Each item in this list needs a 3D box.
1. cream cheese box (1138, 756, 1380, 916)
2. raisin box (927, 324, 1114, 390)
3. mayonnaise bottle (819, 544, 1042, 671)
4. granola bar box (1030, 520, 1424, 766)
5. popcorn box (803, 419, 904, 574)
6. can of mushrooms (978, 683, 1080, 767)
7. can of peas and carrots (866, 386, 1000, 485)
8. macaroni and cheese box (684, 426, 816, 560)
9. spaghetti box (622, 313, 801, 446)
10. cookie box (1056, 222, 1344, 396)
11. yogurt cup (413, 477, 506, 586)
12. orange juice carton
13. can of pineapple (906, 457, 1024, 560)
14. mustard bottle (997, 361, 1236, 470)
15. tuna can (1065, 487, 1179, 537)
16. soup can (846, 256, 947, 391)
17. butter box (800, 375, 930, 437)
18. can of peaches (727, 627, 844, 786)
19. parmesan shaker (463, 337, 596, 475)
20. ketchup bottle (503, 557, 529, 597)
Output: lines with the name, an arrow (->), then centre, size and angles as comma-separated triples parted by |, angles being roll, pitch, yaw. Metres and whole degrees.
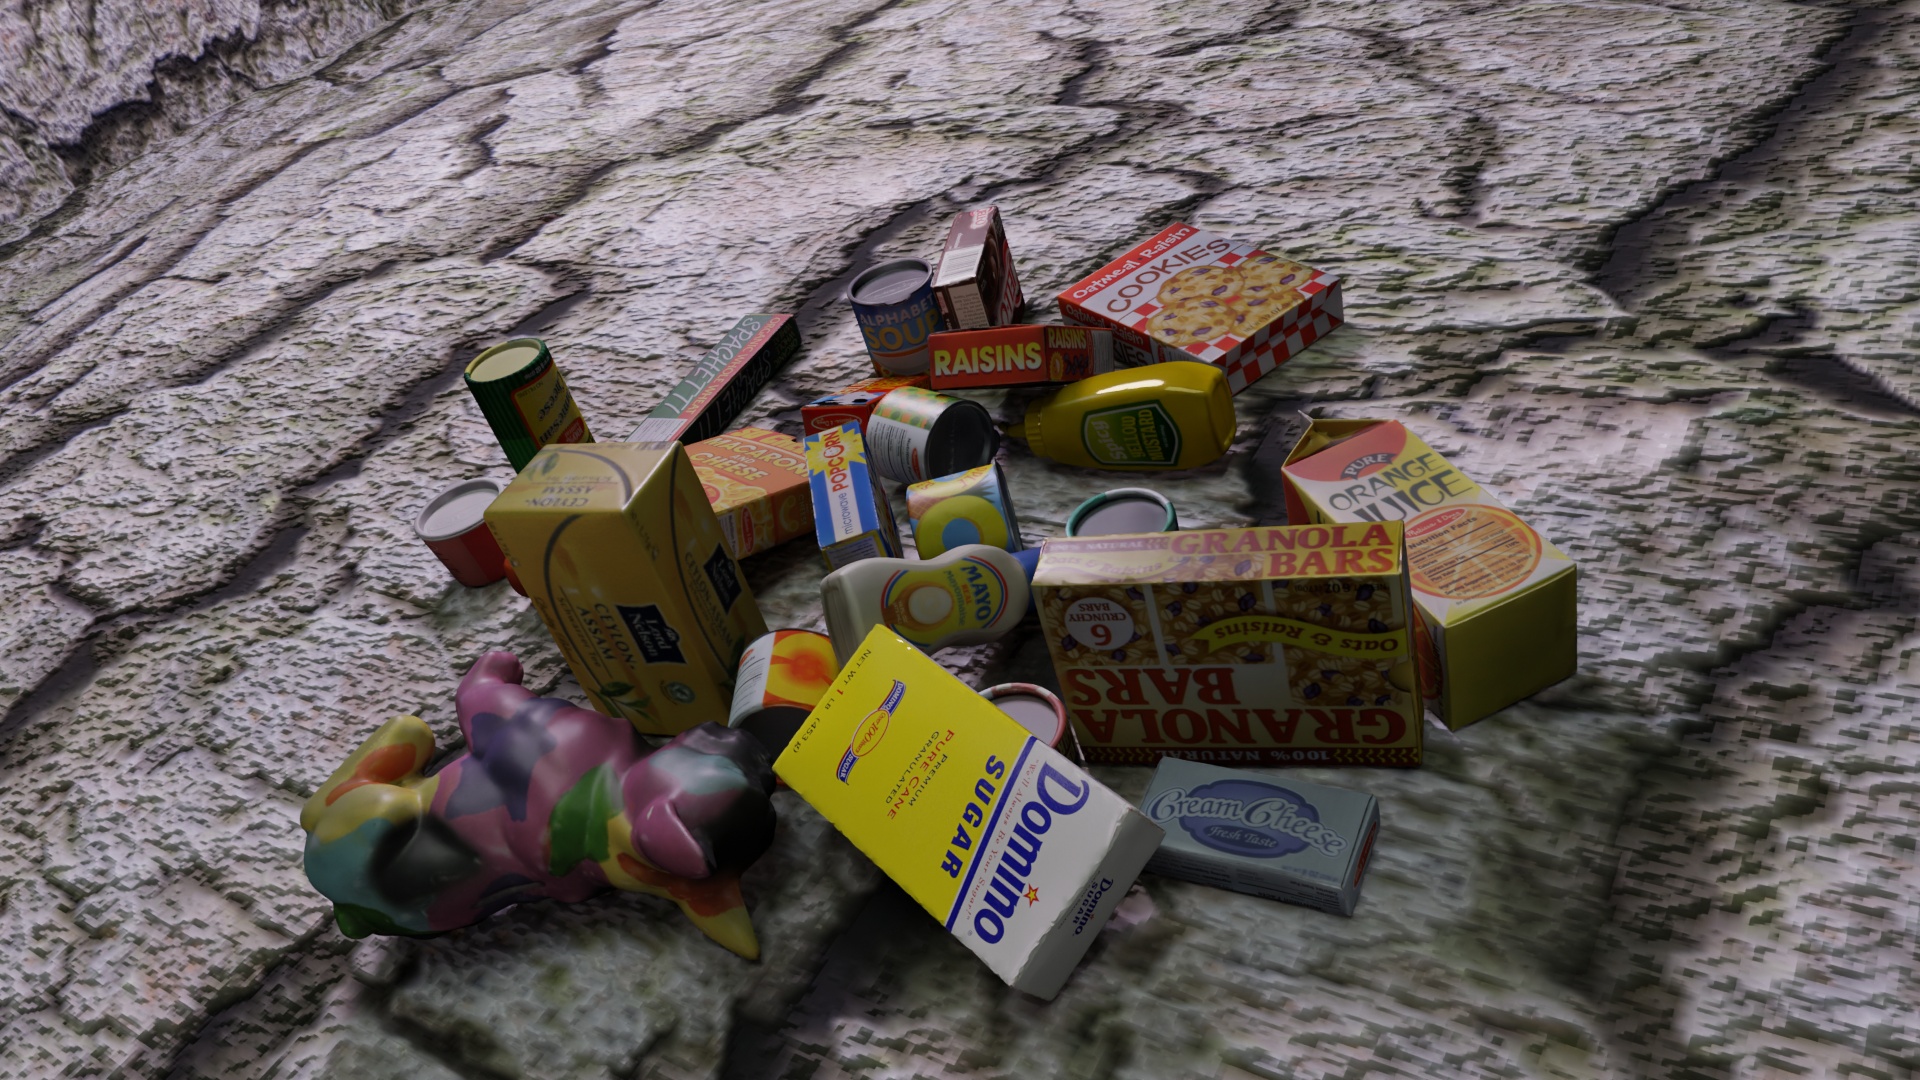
cream cheese box -> 0.132, 0.133, 0.632 | 0.104, 0.024, 0.054 | 6, 42, 30
raisin box -> 0.044, -0.124, 0.939 | 0.086, 0.040, 0.124 | 0, 6, 27
mayonnaise bottle -> -0.001, 0.032, 0.767 | 0.148, 0.065, 0.041 | -13, -6, -31
granola bar box -> 0.127, 0.053, 0.654 | 0.165, 0.123, 0.039 | -3, 39, 21
popcorn box -> -0.060, -0.004, 0.843 | 0.038, 0.084, 0.127 | -19, 36, 2
can of mushrooms -> 0.027, 0.106, 0.705 | 0.071, 0.033, 0.071 | -12, 36, 9
can of peas and carrots -> -0.019, -0.067, 0.925 | 0.059, 0.070, 0.071 | 18, 50, 41
macaroni and cheese box -> -0.162, -0.028, 0.913 | 0.124, 0.040, 0.167 | 18, 30, 39
spaghetti box -> -0.206, -0.100, 1.080 | 0.050, 0.028, 0.251 | 5, 42, 29
cookie box -> 0.168, -0.166, 0.994 | 0.123, 0.040, 0.168 | -33, 39, -19
yogurt cup -> -0.347, -0.004, 0.995 | 0.072, 0.053, 0.073 | -12, 37, 9
orange juice carton -> 0.227, 0.002, 0.721 | 0.073, 0.071, 0.193 | -23, 36, -6
can of pineapple -> 0.003, -0.011, 0.838 | 0.058, 0.070, 0.071 | -14, 36, 6
mustard bottle -> 0.093, -0.075, 0.892 | 0.160, 0.065, 0.049 | -4, 31, 31
tuna can -> 0.095, 0.002, 0.812 | 0.071, 0.032, 0.071 | -12, 36, 9
soup can -> -0.041, -0.157, 1.036 | 0.071, 0.083, 0.072 | -12, 36, 9
butter box -> -0.065, -0.096, 0.986 | 0.053, 0.024, 0.104 | 0, 17, 25
can of peaches -> -0.088, 0.091, 0.750 | 0.071, 0.071, 0.058 | -12, 36, 10
parmesan shaker -> -0.328, -0.094, 1.063 | 0.071, 0.102, 0.072 | -12, 37, 9
ketchup bottle -> -0.232, 0.018, 0.925 | 0.149, 0.043, 0.065 | 8, 42, 31
